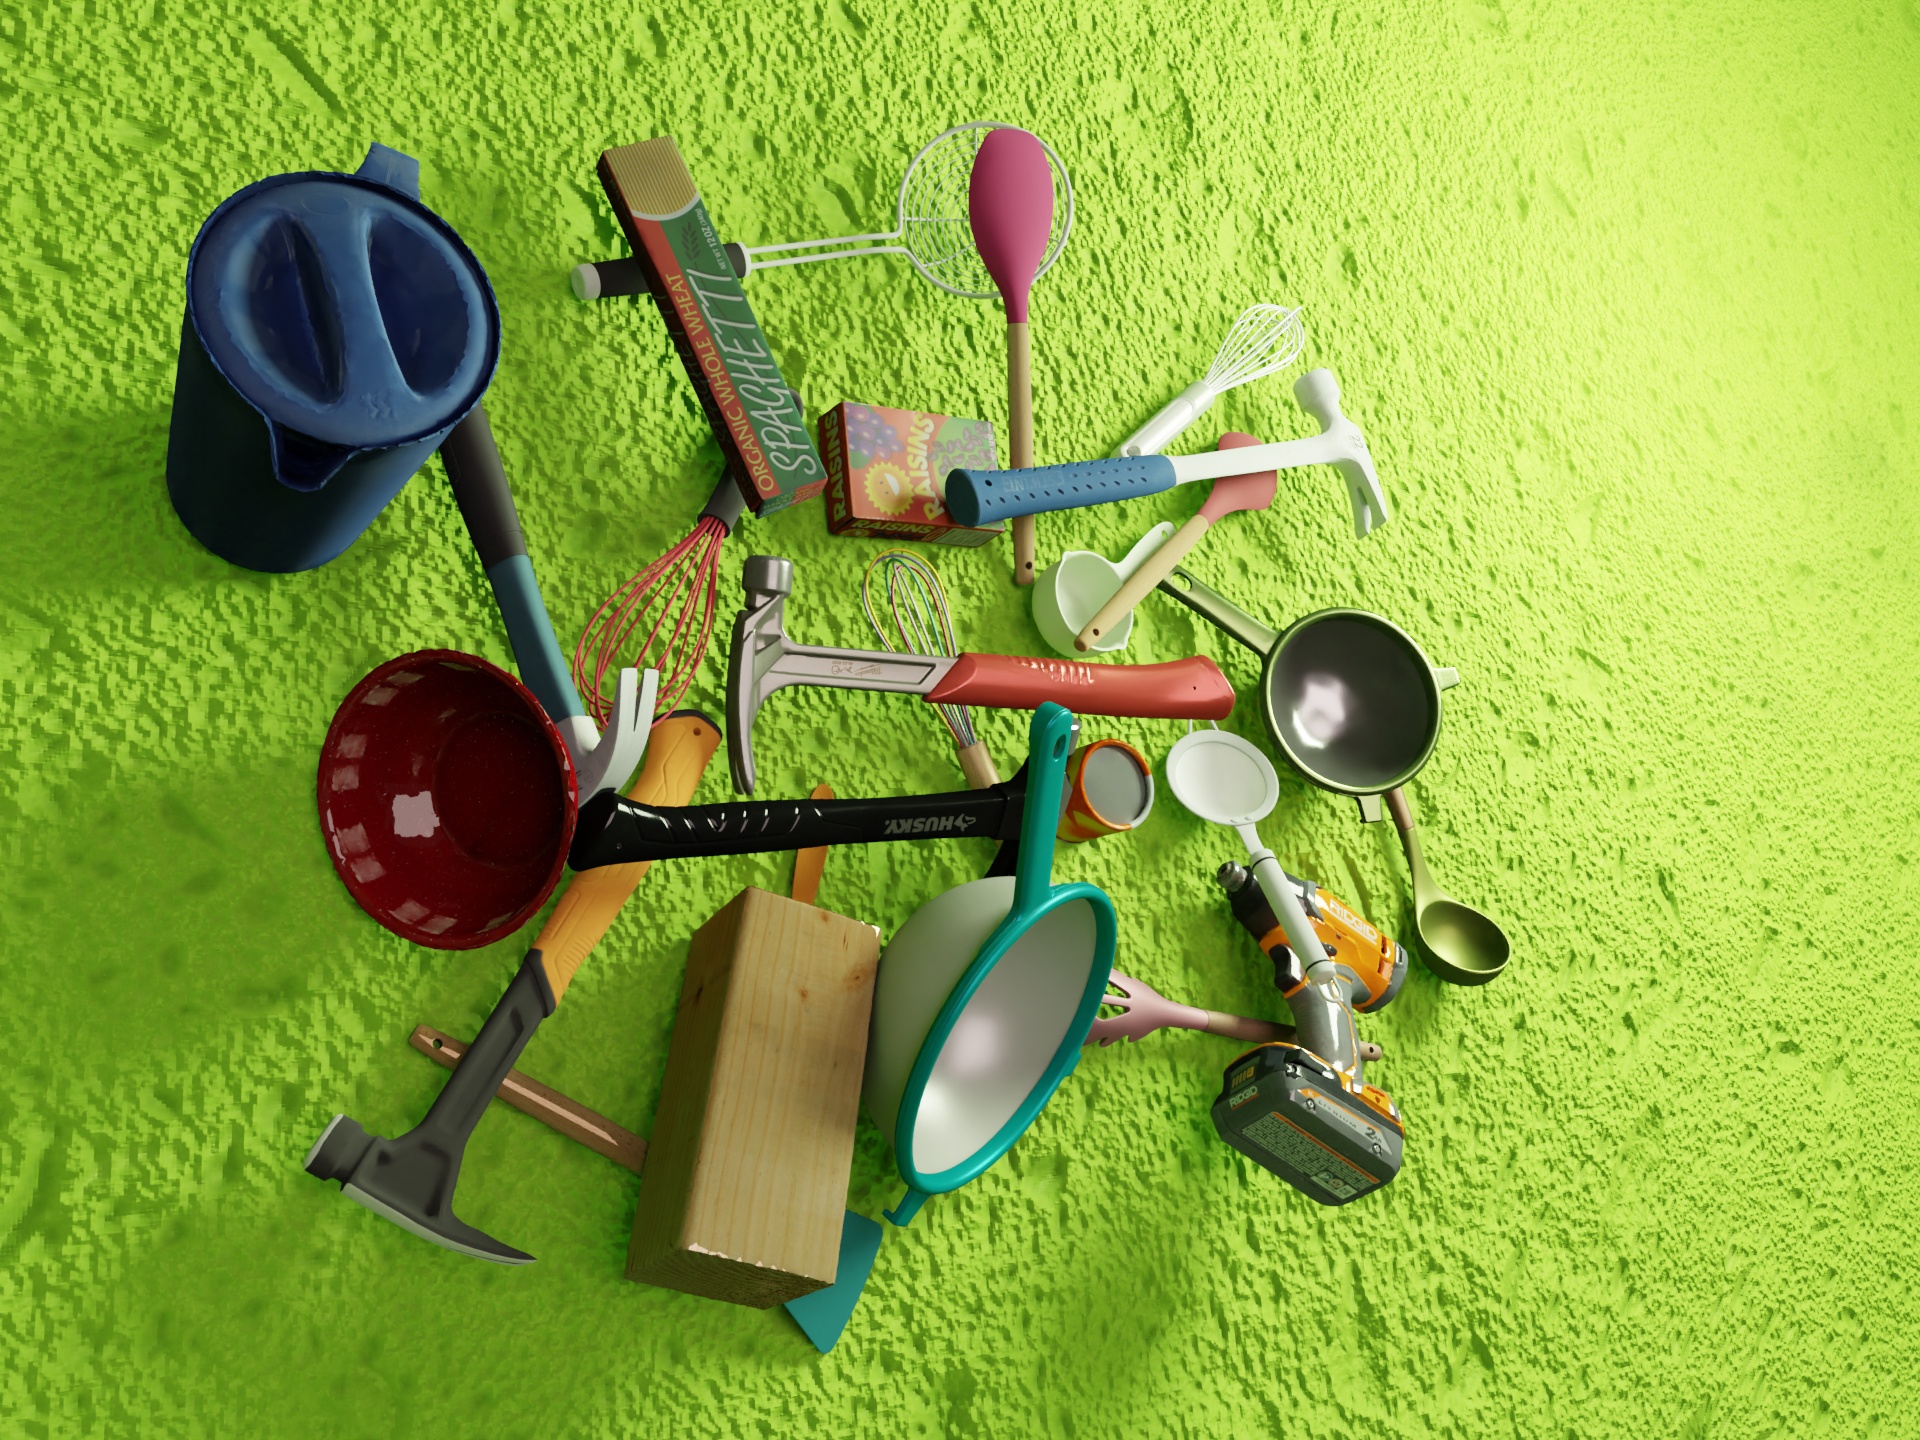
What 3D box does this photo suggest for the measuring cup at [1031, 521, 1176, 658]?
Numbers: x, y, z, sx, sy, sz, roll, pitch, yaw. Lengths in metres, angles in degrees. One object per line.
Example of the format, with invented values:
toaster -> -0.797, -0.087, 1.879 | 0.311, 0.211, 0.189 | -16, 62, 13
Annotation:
measuring cup -> 0.110, -0.104, 1.187 | 0.083, 0.038, 0.167 | 56, 47, -10

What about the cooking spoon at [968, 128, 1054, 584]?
cooking spoon -> 0.042, -0.256, 1.134 | 0.068, 0.017, 0.319 | -6, 99, -26

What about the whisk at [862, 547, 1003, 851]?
whisk -> 0.000, -0.004, 1.086 | 0.047, 0.051, 0.245 | -27, 96, -40

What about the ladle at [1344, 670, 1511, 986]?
ladle -> 0.360, 0.060, 1.284 | 0.078, 0.062, 0.320 | -15, 83, -32

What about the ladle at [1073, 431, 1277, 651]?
ladle -> 0.168, -0.138, 1.206 | 0.069, 0.031, 0.315 | 53, 50, -9

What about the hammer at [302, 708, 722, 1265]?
hammer -> -0.218, 0.132, 0.901 | 0.127, 0.034, 0.337 | 34, 57, -12

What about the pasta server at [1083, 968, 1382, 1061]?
pasta server -> 0.190, 0.222, 1.155 | 0.316, 0.040, 0.060 | 16, 69, -32

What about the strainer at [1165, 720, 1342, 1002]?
strainer -> 0.212, 0.097, 1.142 | 0.087, 0.050, 0.259 | -7, 48, -17

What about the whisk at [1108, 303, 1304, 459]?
whisk -> 0.199, -0.266, 1.274 | 0.058, 0.059, 0.246 | 47, 62, 1

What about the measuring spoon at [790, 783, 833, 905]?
measuring spoon -> -0.099, 0.095, 1.018 | 0.021, 0.011, 0.117 | 21, 64, -24

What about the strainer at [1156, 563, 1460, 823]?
strainer -> 0.251, -0.038, 1.246 | 0.256, 0.069, 0.151 | 34, 72, -1

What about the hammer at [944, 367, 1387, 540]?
hammer -> 0.165, -0.182, 1.186 | 0.405, 0.035, 0.144 | -13, 74, -35

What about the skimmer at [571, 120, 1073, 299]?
skimmer -> -0.086, -0.334, 1.087 | 0.363, 0.090, 0.127 | -20, 92, -34

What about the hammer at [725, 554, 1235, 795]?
hammer -> 0.022, -0.017, 1.054 | 0.359, 0.037, 0.149 | 4, 88, -24

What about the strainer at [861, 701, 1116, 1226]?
strainer -> 0.006, 0.123, 0.947 | 0.211, 0.095, 0.340 | -31, 137, -44

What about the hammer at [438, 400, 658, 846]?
hammer -> -0.267, -0.101, 0.919 | 0.033, 0.128, 0.331 | 1, 66, -65

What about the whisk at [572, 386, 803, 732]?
whisk -> -0.164, -0.109, 1.004 | 0.073, 0.073, 0.296 | 36, 55, -19

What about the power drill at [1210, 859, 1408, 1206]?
power drill -> 0.239, 0.206, 1.126 | 0.164, 0.084, 0.227 | 35, 40, -14

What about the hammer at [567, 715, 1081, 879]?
hammer -> -0.076, 0.066, 0.965 | 0.334, 0.035, 0.146 | -1, 116, -35

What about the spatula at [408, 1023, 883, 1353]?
spatula -> -0.178, 0.260, 0.918 | 0.317, 0.044, 0.082 | 34, 62, -15
